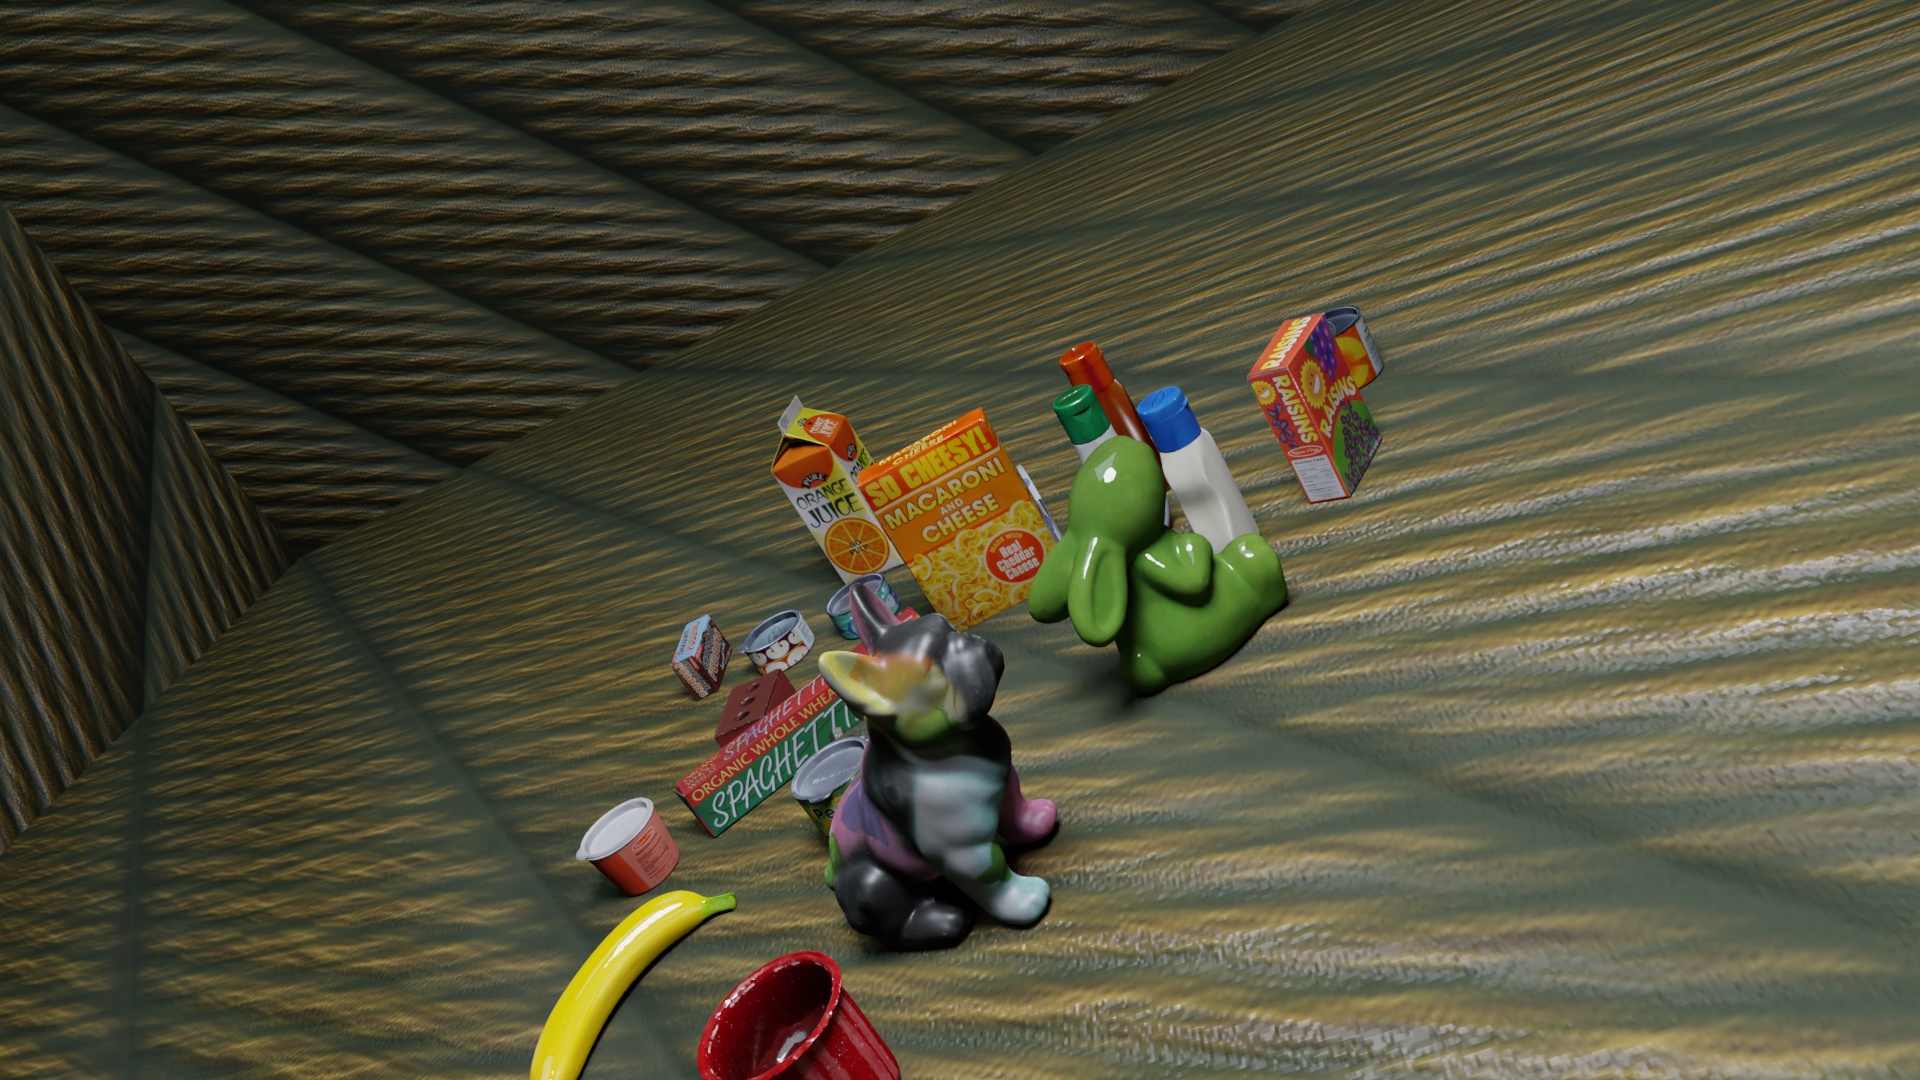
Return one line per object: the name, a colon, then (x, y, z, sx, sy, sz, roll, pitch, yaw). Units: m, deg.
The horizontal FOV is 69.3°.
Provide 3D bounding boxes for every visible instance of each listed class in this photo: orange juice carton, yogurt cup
orange juice carton: (-0.127, -0.056, 1.425, 0.073, 0.192, 0.072, -22, 24, 22)
yogurt cup: (-0.267, 0.253, 1.136, 0.072, 0.053, 0.073, -26, 22, 12)

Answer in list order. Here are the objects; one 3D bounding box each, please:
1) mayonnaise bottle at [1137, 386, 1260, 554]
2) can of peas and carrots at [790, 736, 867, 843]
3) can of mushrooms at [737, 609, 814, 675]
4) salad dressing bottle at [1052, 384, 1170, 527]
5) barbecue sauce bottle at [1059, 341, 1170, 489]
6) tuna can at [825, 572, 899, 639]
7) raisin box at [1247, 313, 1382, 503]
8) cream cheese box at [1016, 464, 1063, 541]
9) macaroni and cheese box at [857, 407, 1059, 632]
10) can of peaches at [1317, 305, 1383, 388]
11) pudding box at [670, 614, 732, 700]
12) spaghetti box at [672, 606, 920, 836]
mayonnaise bottle: (0.184, -0.048, 1.068, 0.041, 0.147, 0.065, -19, 25, 29)
can of peas and carrots: (-0.082, 0.190, 1.026, 0.071, 0.058, 0.071, -26, 22, 12)
can of mushrooms: (-0.181, 0.102, 1.371, 0.071, 0.033, 0.071, -26, 22, 12)
salad dressing bottle: (0.126, -0.061, 1.170, 0.064, 0.147, 0.044, -31, 22, 1)
barbecue sauce bottle: (0.139, -0.108, 1.252, 0.043, 0.148, 0.065, -30, 22, 3)
tuna can: (-0.094, 0.064, 1.340, 0.071, 0.032, 0.071, -26, 22, 12)
raisin box: (0.280, -0.104, 1.096, 0.040, 0.123, 0.086, -9, 31, 44)
cream cheese box: (0.068, -0.030, 1.303, 0.024, 0.053, 0.104, -30, 22, 3)
macaroni and cheese box: (0.004, -0.015, 1.204, 0.123, 0.166, 0.040, -28, 22, 8)
can of peaches: (0.336, -0.168, 1.247, 0.071, 0.058, 0.071, -26, 22, 12)
pudding box: (-0.265, 0.119, 1.421, 0.030, 0.049, 0.084, -26, 23, 13)
spaghetti box: (-0.125, 0.152, 1.172, 0.251, 0.050, 0.029, -37, 22, -14)
